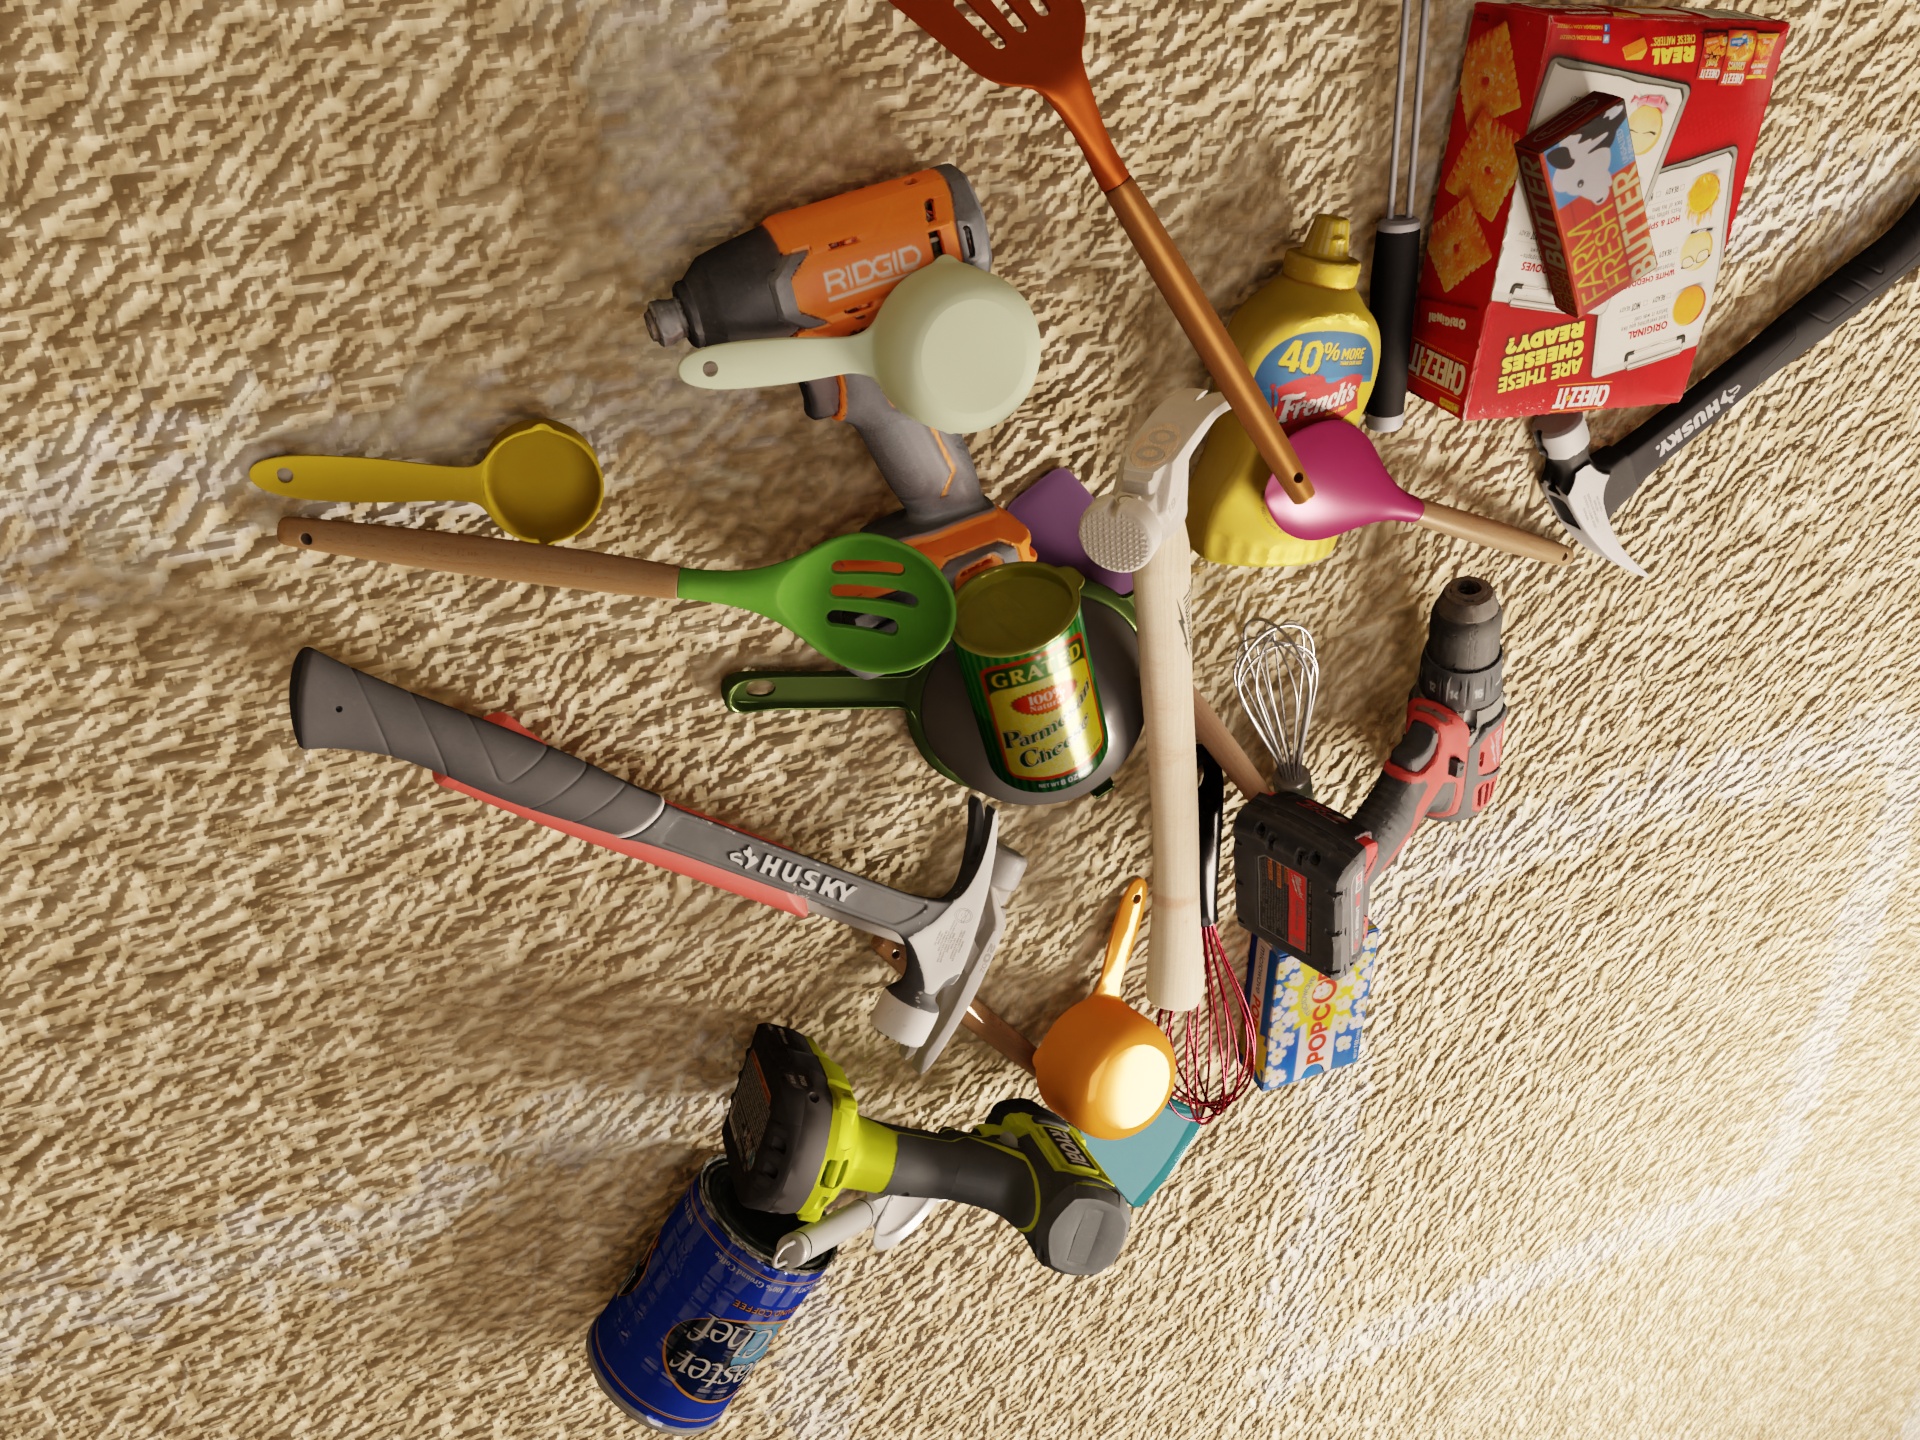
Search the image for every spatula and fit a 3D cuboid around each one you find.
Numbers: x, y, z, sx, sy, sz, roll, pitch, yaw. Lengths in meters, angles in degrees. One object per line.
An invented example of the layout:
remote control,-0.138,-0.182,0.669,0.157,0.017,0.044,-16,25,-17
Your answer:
spatula,0.125,-0.025,0.961,0.060,0.018,0.315,-38,121,6
spatula,0.085,-0.236,0.763,0.081,0.041,0.322,-39,112,-5
spatula,0.048,0.226,1.066,0.082,0.044,0.317,-52,126,-7

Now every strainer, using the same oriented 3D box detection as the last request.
strainer,-0.001,-0.003,0.883,0.256,0.069,0.151,0,125,-20
strainer,-0.060,0.309,1.010,0.087,0.050,0.258,-62,160,5

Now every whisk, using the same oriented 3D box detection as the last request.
whisk,0.163,0.149,1.072,0.073,0.073,0.295,-14,116,-18
whisk,0.215,0.030,1.032,0.058,0.059,0.246,-34,132,-17

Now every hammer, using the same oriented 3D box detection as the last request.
hammer,0.523,-0.232,1.034,0.335,0.035,0.146,-38,126,-2
hammer,-0.148,0.052,0.831,0.408,0.036,0.149,25,91,-33
hammer,0.125,0.014,0.913,0.146,0.038,0.410,-54,147,-41
hammer,-0.127,0.089,0.897,0.358,0.037,0.149,25,93,-33

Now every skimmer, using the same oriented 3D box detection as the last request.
skimmer,0.230,-0.306,0.816,0.127,0.090,0.363,2,125,10

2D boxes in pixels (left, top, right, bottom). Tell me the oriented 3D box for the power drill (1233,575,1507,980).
power drill,0.269,0.031,0.997,0.227,0.080,0.187,-40,140,-27

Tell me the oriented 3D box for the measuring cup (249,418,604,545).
measuring cup,-0.247,-0.116,0.744,0.156,0.029,0.062,1,118,-13

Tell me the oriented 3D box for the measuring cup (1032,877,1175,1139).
measuring cup,0.110,0.193,1.050,0.095,0.052,0.173,8,100,-31

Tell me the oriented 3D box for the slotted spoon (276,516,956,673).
slotted spoon,-0.158,-0.070,0.747,0.313,0.031,0.070,7,115,-6

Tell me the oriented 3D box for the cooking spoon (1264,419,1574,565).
cooking spoon,0.286,-0.122,0.954,0.318,0.017,0.068,6,111,-42

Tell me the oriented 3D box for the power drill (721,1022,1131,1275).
power drill,-0.025,0.258,0.971,0.223,0.171,0.080,18,96,-18

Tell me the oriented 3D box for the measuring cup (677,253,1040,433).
measuring cup,-0.041,-0.162,0.713,0.167,0.038,0.083,-10,114,-20

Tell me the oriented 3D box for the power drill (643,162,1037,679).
power drill,-0.053,-0.140,0.785,0.164,0.084,0.226,-20,121,-13
